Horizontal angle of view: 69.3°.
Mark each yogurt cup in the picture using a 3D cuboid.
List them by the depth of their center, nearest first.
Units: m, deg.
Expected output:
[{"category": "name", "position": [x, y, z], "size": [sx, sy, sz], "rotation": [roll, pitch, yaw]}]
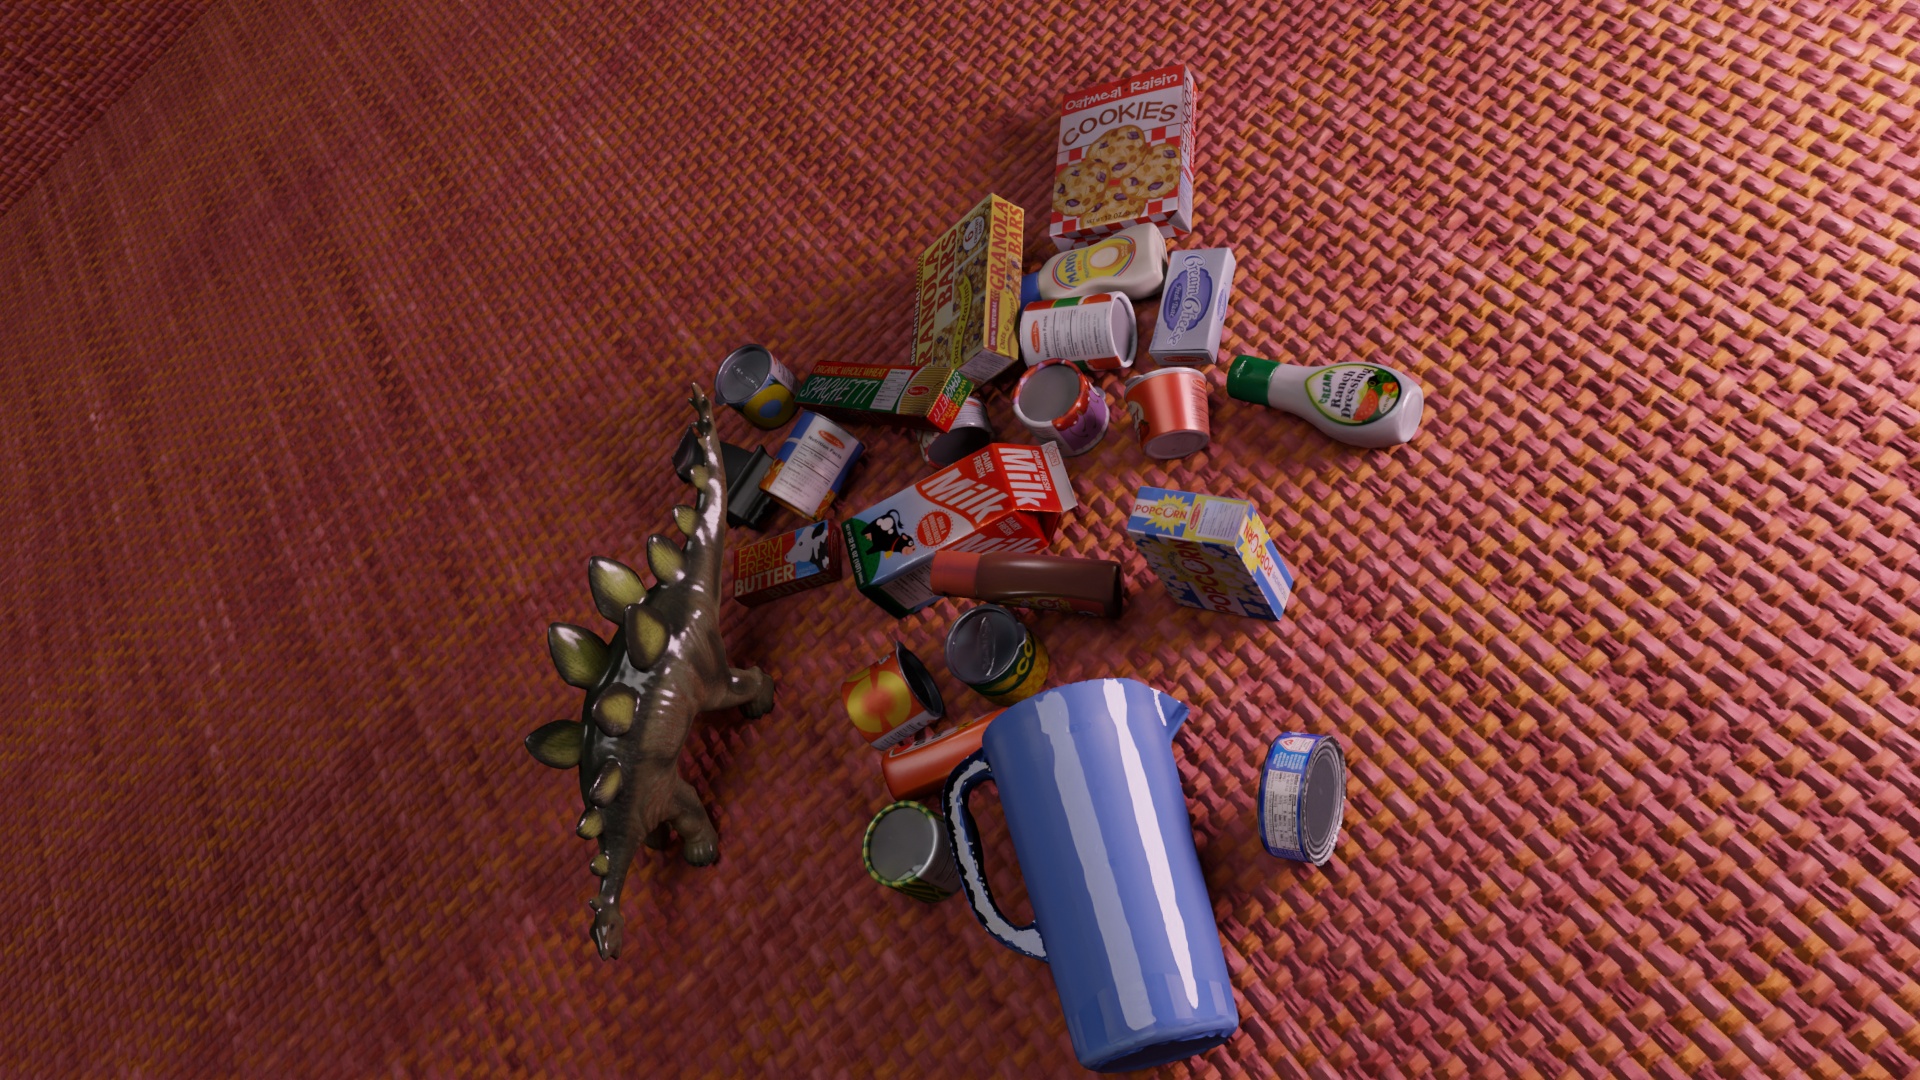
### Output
[{"category": "yogurt cup", "position": [0.169, -0.100, 1.117], "size": [0.072, 0.072, 0.054], "rotation": [-16, 67, 22]}]

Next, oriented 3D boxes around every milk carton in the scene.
[{"category": "milk carton", "position": [0.004, -0.015, 1.157], "size": [0.190, 0.073, 0.072], "rotation": [-27, 56, 15]}]

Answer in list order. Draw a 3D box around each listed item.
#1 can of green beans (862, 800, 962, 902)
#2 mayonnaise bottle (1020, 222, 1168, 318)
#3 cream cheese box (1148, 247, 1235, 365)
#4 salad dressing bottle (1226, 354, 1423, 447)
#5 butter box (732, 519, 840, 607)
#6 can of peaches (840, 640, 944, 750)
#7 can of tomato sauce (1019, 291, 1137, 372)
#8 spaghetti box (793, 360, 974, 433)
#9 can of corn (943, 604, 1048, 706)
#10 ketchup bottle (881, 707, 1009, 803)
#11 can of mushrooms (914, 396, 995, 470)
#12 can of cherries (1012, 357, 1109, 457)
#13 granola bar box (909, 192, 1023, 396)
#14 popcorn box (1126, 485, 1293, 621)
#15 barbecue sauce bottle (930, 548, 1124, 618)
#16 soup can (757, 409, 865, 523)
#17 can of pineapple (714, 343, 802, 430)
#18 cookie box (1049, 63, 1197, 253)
[{"category": "can of green beans", "position": [-0.033, 0.237, 1.056], "size": [0.071, 0.057, 0.071], "rotation": [-13, 60, 24]}, {"category": "mayonnaise bottle", "position": [0.109, -0.232, 1.232], "size": [0.148, 0.041, 0.065], "rotation": [-13, 60, 24]}, {"category": "cream cheese box", "position": [0.197, -0.198, 1.175], "size": [0.053, 0.024, 0.104], "rotation": [3, 67, 30]}, {"category": "salad dressing bottle", "position": [0.278, -0.112, 1.072], "size": [0.148, 0.044, 0.064], "rotation": [18, 77, 35]}, {"category": "butter box", "position": [-0.158, 0.021, 1.261], "size": [0.103, 0.024, 0.053], "rotation": [-17, 58, 21]}, {"category": "can of peaches", "position": [-0.056, 0.126, 1.121], "size": [0.058, 0.071, 0.071], "rotation": [-33, 54, 12]}, {"category": "can of tomato sauce", "position": [0.103, -0.177, 1.193], "size": [0.083, 0.071, 0.071], "rotation": [-3, 64, 28]}, {"category": "spaghetti box", "position": [-0.074, -0.131, 1.236], "size": [0.250, 0.028, 0.050], "rotation": [14, 72, 57]}, {"category": "can of corn", "position": [0.032, 0.091, 1.096], "size": [0.071, 0.058, 0.071], "rotation": [-13, 60, 24]}, {"category": "ketchup bottle", "position": [0.016, 0.159, 1.070], "size": [0.149, 0.064, 0.043], "rotation": [-22, 81, 8]}, {"category": "can of mushrooms", "position": [-0.005, -0.091, 1.209], "size": [0.071, 0.071, 0.033], "rotation": [-28, 56, 15]}, {"category": "can of cherries", "position": [0.086, -0.114, 1.173], "size": [0.071, 0.058, 0.072], "rotation": [-13, 60, 24]}, {"category": "granola bar box", "position": [0.005, -0.210, 1.250], "size": [0.123, 0.039, 0.166], "rotation": [-30, 48, 49]}, {"category": "popcorn box", "position": [0.183, 0.011, 1.009], "size": [0.085, 0.126, 0.038], "rotation": [10, 67, 33]}, {"category": "barbecue sauce bottle", "position": [0.052, 0.032, 1.090], "size": [0.148, 0.064, 0.044], "rotation": [5, 77, 14]}, {"category": "soup can", "position": [-0.136, -0.067, 1.271], "size": [0.071, 0.071, 0.084], "rotation": [25, 80, 36]}, {"category": "can of pineapple", "position": [-0.197, -0.147, 1.350], "size": [0.071, 0.057, 0.071], "rotation": [-13, 60, 24]}, {"category": "cookie box", "position": [0.150, -0.348, 1.270], "size": [0.123, 0.040, 0.168], "rotation": [-6, 62, 27]}]
